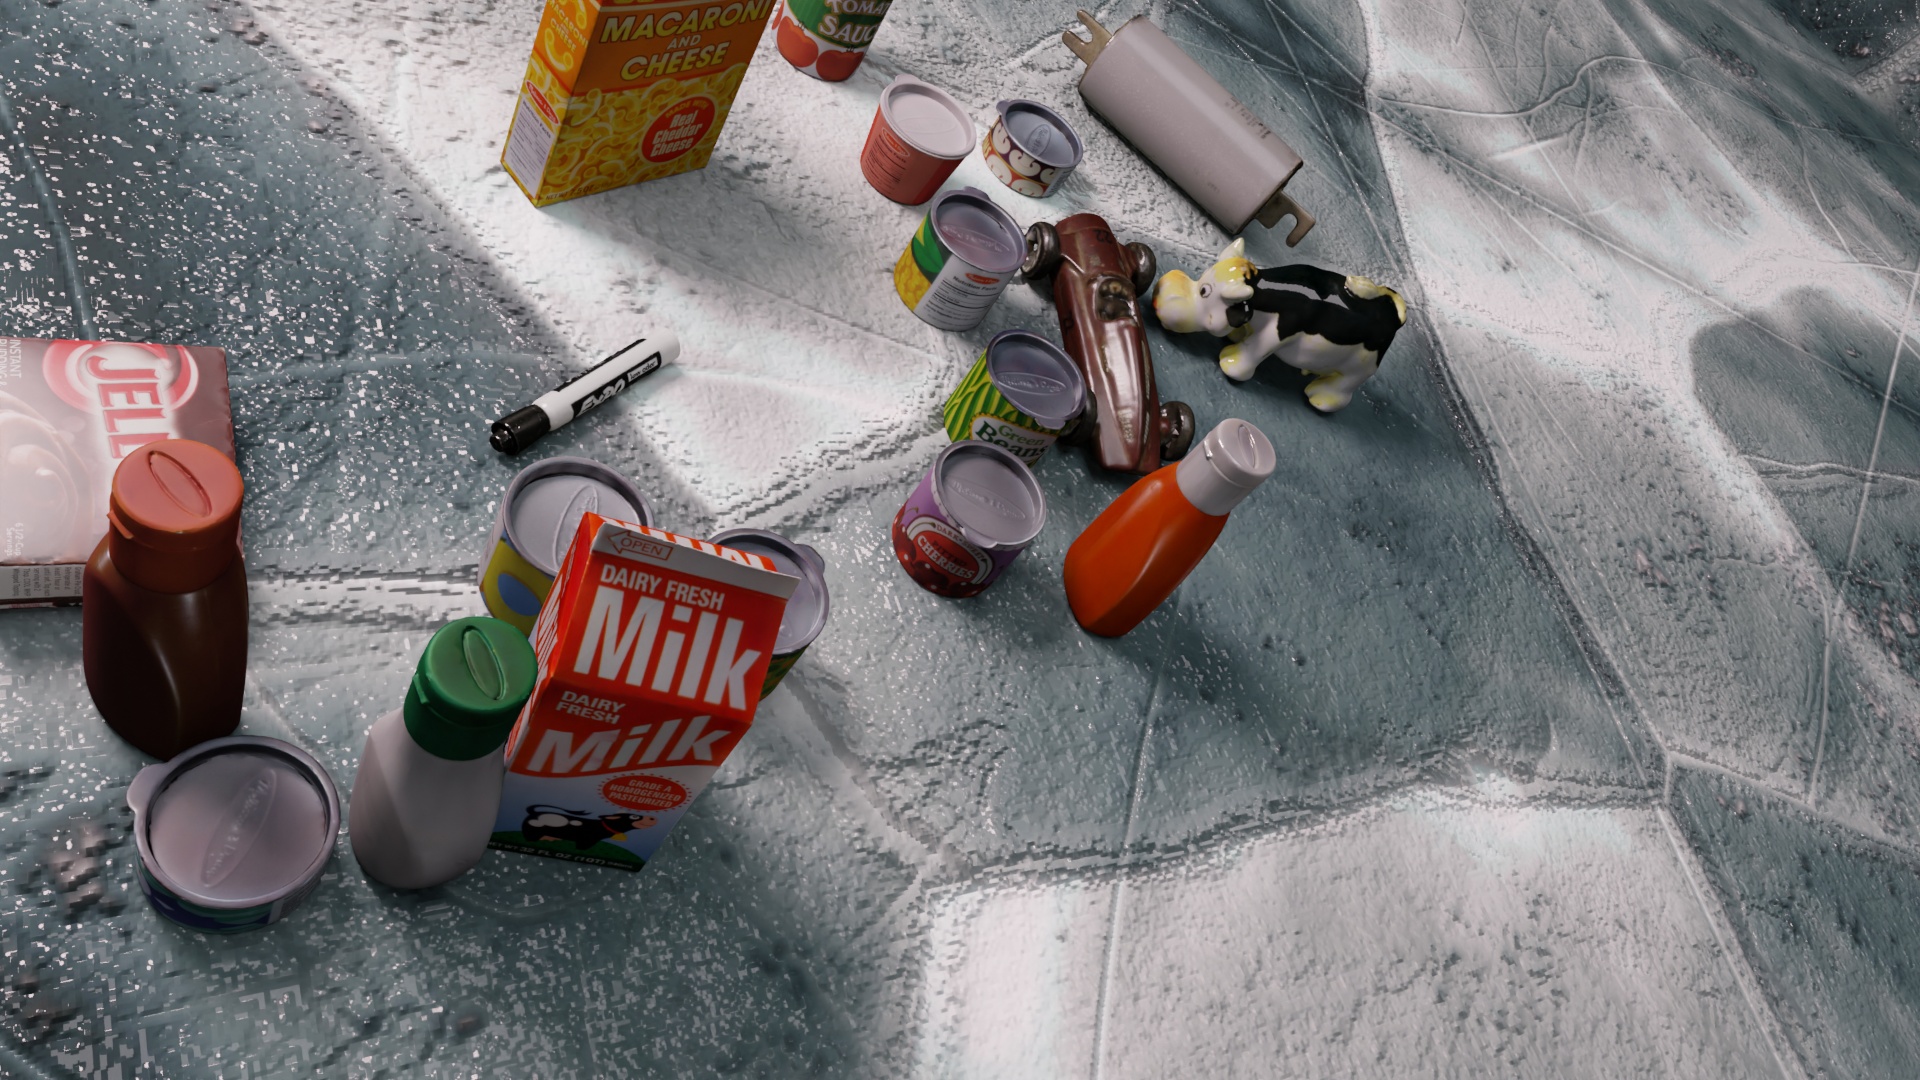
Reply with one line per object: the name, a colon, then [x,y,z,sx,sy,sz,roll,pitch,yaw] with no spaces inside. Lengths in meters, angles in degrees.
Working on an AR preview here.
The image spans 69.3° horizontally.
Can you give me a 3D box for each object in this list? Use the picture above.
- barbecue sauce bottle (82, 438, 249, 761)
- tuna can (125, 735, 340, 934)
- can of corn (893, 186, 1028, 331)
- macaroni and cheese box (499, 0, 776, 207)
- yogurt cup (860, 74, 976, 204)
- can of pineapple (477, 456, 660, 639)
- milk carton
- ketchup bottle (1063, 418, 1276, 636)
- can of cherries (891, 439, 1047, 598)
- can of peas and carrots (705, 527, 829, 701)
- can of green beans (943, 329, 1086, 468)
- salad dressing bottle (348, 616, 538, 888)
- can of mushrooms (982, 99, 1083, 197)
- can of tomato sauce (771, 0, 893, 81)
barbecue sauce bottle: [-0.277,0.021,0.486,0.065,0.147,0.044,48,47,7]
tuna can: [-0.267,0.107,0.509,0.071,0.032,0.071,16,51,-21]
can of corn: [-0.001,-0.174,0.861,0.071,0.058,0.071,16,51,-21]
macaroni and cheese box: [-0.167,-0.262,0.748,0.124,0.165,0.040,-30,76,-42]
yogurt cup: [-0.031,-0.257,0.906,0.072,0.053,0.073,16,51,-21]
can of pineapple: [-0.176,0.006,0.621,0.071,0.057,0.071,16,51,-21]
milk carton: [-0.126,0.054,0.526,0.072,0.189,0.074,17,51,-21]
ketchup bottle: [0.110,-0.009,0.746,0.043,0.148,0.065,12,53,-25]
can of cherries: [0.003,-0.009,0.742,0.071,0.058,0.072,16,51,-21]
can of peas and carrots: [-0.101,0.036,0.646,0.071,0.058,0.071,16,51,-21]
can of green beans: [0.031,-0.080,0.812,0.071,0.057,0.071,16,51,-21]
salad dressing bottle: [-0.187,0.078,0.500,0.044,0.147,0.064,-13,66,-37]
can of mushrooms: [0.049,-0.279,0.985,0.071,0.033,0.071,16,51,-21]
can of tomato sauce: [-0.082,-0.360,0.930,0.071,0.082,0.071,16,51,-21]
